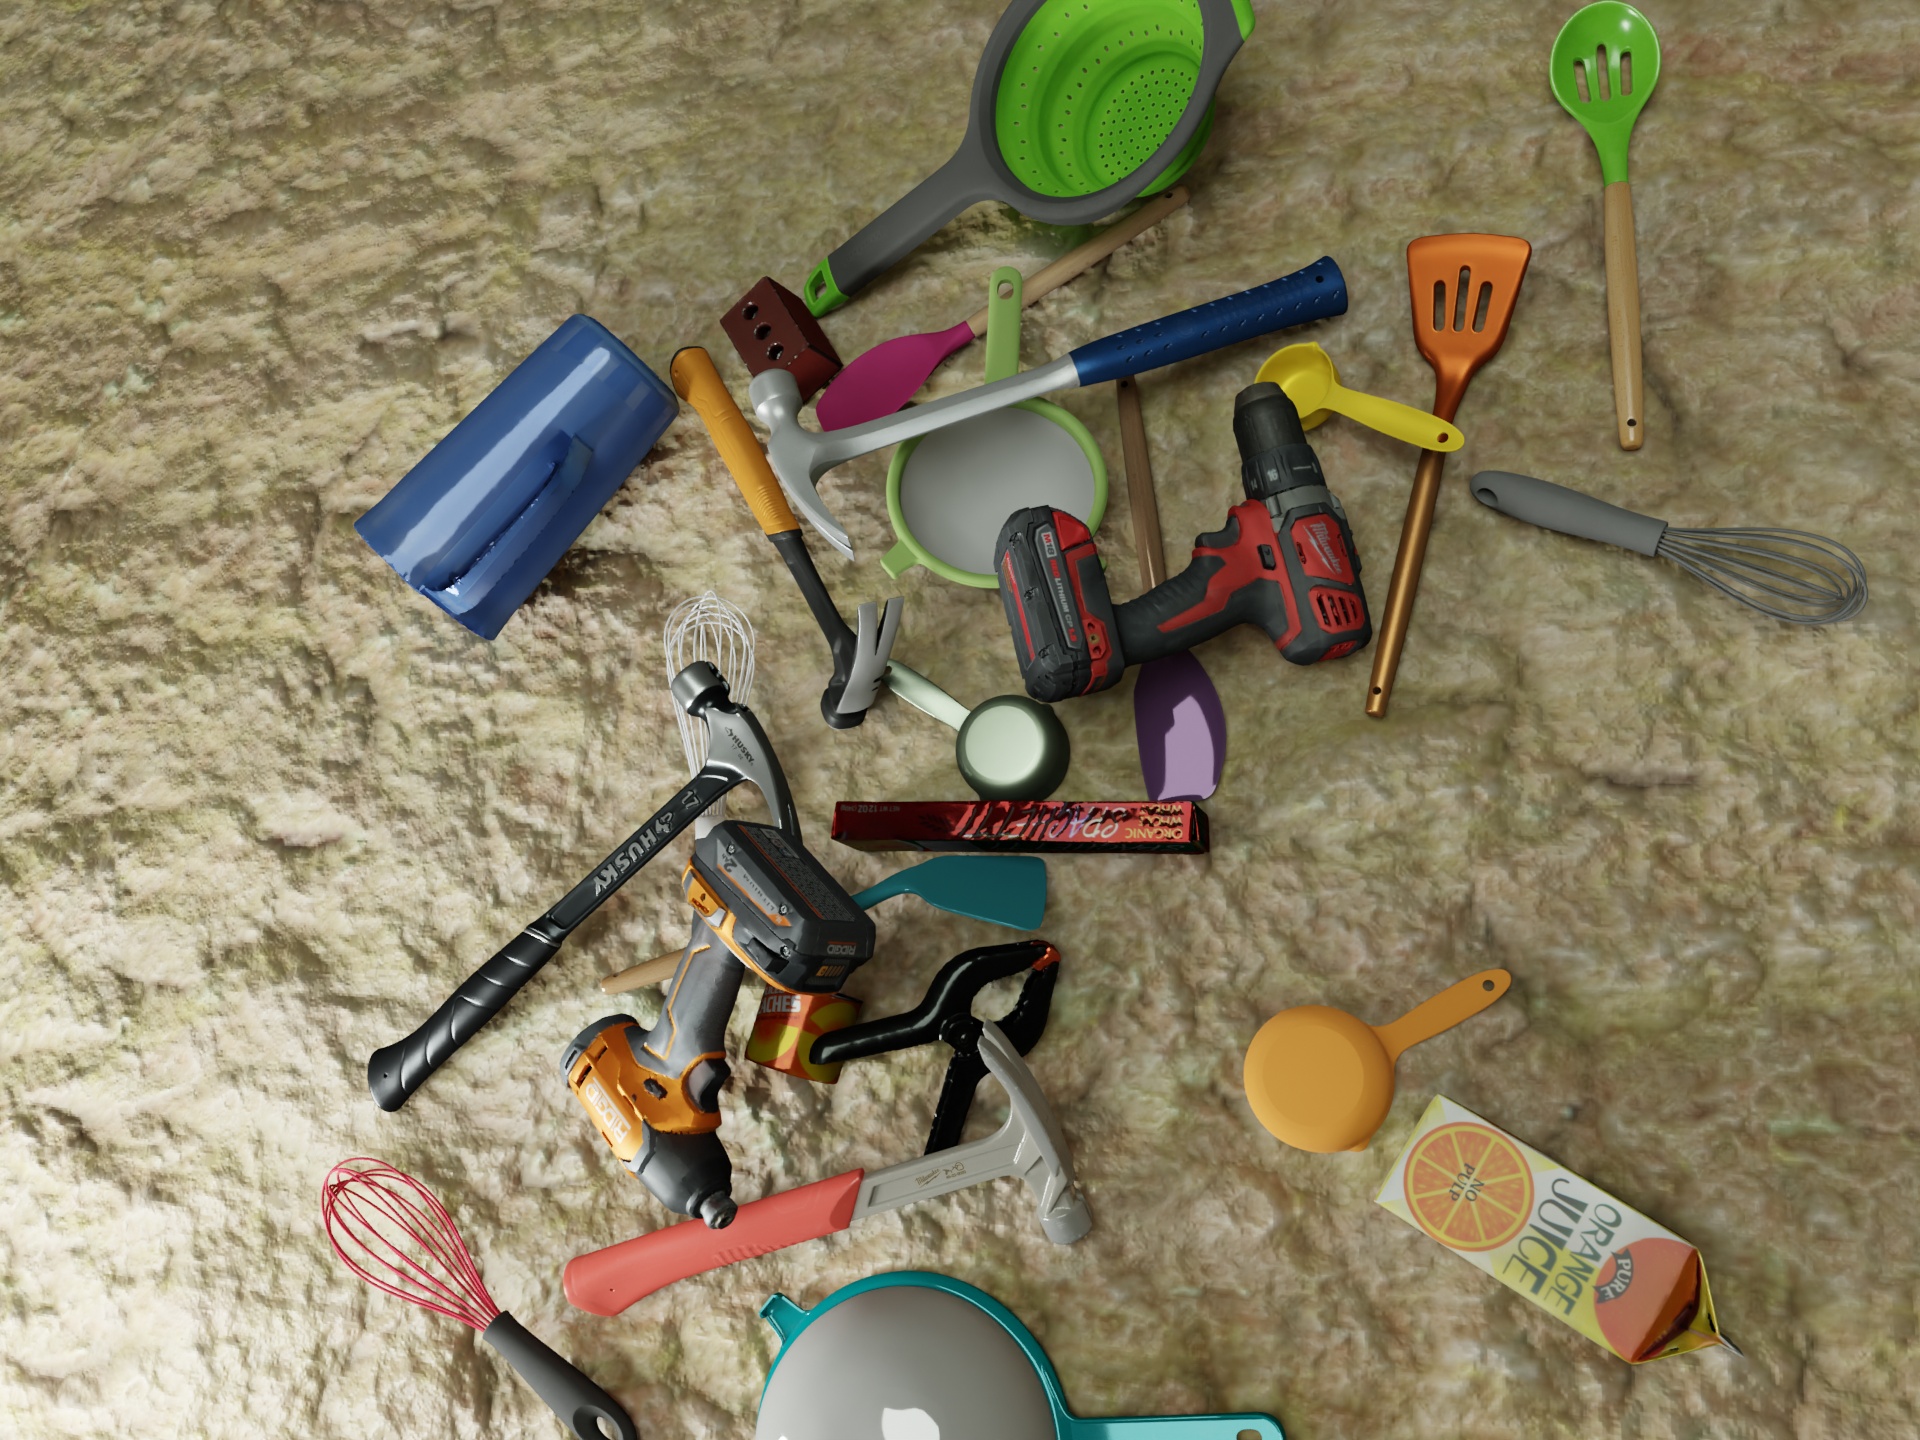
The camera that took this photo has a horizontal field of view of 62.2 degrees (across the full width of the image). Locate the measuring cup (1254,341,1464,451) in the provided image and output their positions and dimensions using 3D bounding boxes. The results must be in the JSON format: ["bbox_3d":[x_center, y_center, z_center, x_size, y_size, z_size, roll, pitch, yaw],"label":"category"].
[{"bbox_3d":[0.265,-0.203,1.049,0.157,0.029,0.062,31,93,34],"label":"measuring cup"}]

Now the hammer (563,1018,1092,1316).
[{"bbox_3d":[-0.104,0.309,1.020,0.359,0.037,0.149,-21,104,17],"label":"hammer"}]

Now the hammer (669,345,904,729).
[{"bbox_3d":[-0.137,-0.158,1.159,0.034,0.127,0.337,-14,58,-28],"label":"hammer"}]

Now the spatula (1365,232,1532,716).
[{"bbox_3d":[0.301,-0.160,1.033,0.081,0.041,0.323,10,80,28],"label":"spatula"}]

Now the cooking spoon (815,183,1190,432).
[{"bbox_3d":[0.030,-0.304,1.179,0.319,0.017,0.069,-31,57,9],"label":"cooking spoon"}]

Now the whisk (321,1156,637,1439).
[{"bbox_3d":[-0.333,0.403,1.092,0.296,0.073,0.073,34,88,17],"label":"whisk"}]

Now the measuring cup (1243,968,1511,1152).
[{"bbox_3d":[0.249,0.192,0.947,0.173,0.052,0.095,-32,67,10],"label":"measuring cup"}]

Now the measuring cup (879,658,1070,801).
[{"bbox_3d":[-0.002,-0.003,1.095,0.168,0.038,0.083,33,88,22],"label":"measuring cup"}]

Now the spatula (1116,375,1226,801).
[{"bbox_3d":[0.134,-0.097,1.086,0.060,0.018,0.316,-11,73,15],"label":"spatula"}]

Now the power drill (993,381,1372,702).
[{"bbox_3d":[0.139,-0.113,1.019,0.226,0.080,0.188,-12,79,-9],"label":"power drill"}]

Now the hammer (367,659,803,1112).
[{"bbox_3d":[-0.278,0.145,1.123,0.409,0.036,0.149,-42,73,14],"label":"hammer"}]

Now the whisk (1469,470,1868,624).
[{"bbox_3d":[0.428,-0.113,0.975,0.239,0.055,0.055,23,84,27],"label":"whisk"}]

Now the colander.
[{"bbox_3d":[0.052,-0.407,1.173,0.397,0.094,0.205,-29,67,29],"label":"colander"}]

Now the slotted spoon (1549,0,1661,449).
[{"bbox_3d":[0.429,-0.326,1.043,0.070,0.031,0.314,-3,76,19],"label":"slotted spoon"}]

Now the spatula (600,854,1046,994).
[{"bbox_3d":[-0.098,0.144,1.066,0.317,0.044,0.082,-19,26,14],"label":"spatula"}]

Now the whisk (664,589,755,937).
[{"bbox_3d":[-0.178,0.045,1.136,0.070,0.070,0.285,-7,78,17],"label":"whisk"}]

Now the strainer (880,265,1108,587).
[{"bbox_3d":[0.029,-0.198,1.124,0.151,0.069,0.257,1,68,4],"label":"strainer"}]

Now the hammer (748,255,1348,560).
[{"bbox_3d":[0.068,-0.229,1.076,0.405,0.035,0.144,-19,69,-3],"label":"hammer"}]

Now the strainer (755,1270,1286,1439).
[{"bbox_3d":[0.016,0.435,0.938,0.340,0.095,0.211,-10,72,18],"label":"strainer"}]

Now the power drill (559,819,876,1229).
[{"bbox_3d":[-0.150,0.195,1.000,0.164,0.084,0.226,43,107,34],"label":"power drill"}]
